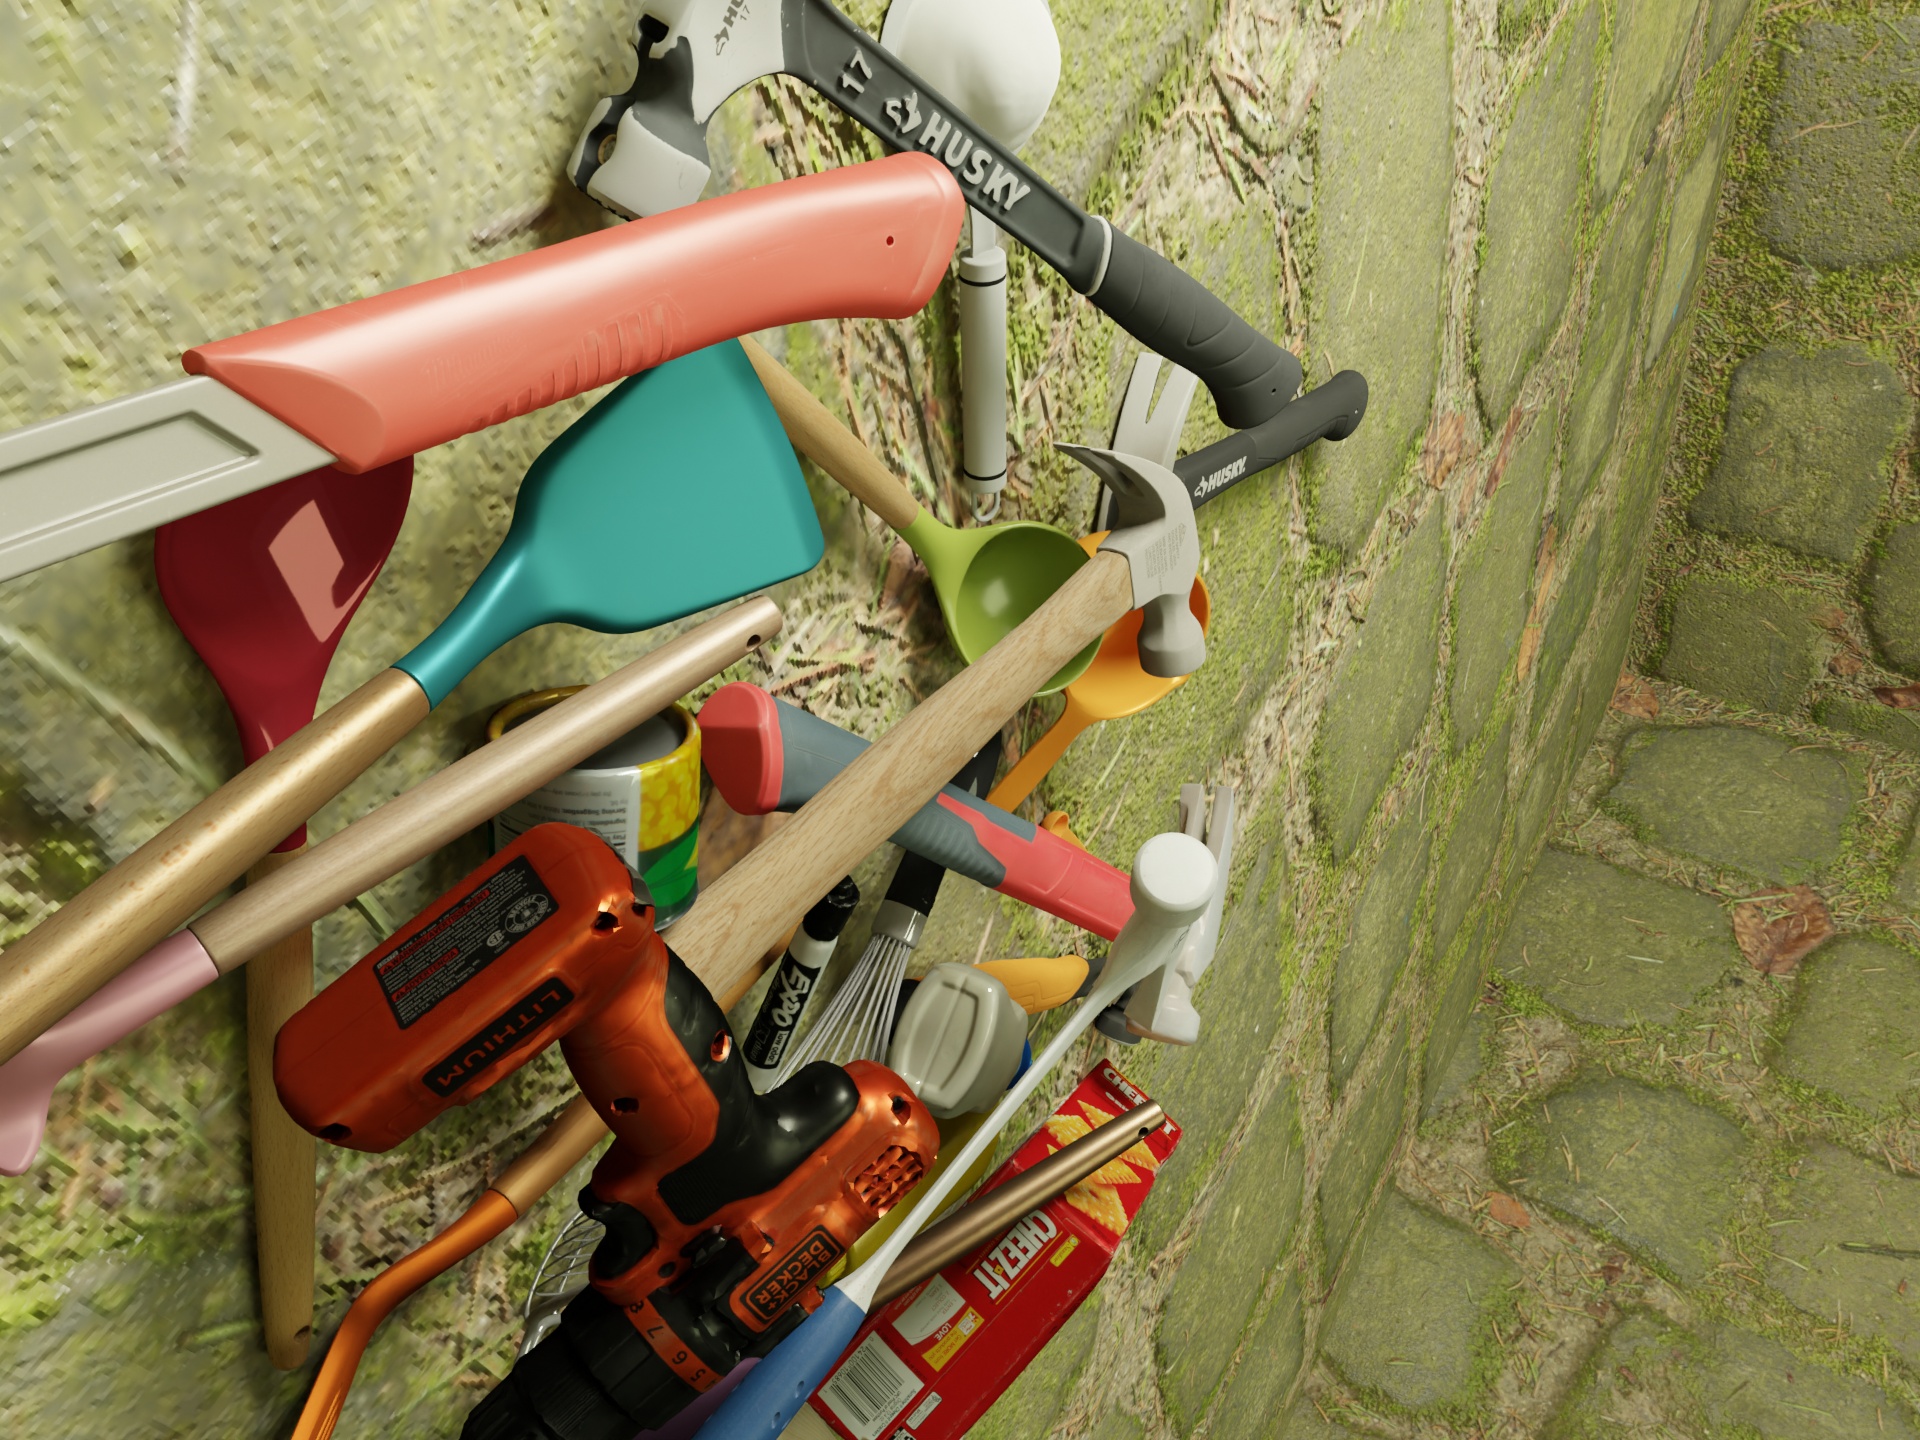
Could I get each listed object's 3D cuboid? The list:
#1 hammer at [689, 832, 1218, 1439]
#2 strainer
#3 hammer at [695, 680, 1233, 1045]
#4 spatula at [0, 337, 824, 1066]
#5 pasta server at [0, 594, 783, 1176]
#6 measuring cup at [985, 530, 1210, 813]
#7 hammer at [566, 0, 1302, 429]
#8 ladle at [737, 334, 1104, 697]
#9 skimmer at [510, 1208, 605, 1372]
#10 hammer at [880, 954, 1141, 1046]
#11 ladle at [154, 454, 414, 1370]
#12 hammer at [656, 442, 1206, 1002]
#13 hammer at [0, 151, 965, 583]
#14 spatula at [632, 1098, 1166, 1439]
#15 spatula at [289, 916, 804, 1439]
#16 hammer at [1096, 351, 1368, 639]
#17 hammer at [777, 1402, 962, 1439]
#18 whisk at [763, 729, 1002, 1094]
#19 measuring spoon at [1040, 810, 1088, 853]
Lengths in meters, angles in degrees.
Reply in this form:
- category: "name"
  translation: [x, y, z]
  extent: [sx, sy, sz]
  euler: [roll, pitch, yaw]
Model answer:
- category: "hammer"
  translation: [-0.035, 0.217, 0.617]
  extent: [0.405, 0.035, 0.144]
  euler: [-47, 161, -21]
- category: "strainer"
  translation: [0.011, -0.186, 0.623]
  extent: [0.087, 0.050, 0.258]
  euler: [-31, 139, -29]
- category: "hammer"
  translation: [0.025, 0.046, 0.725]
  extent: [0.385, 0.038, 0.143]
  euler: [31, 67, -51]
- category: "spatula"
  translation: [-0.146, 0.006, 0.384]
  extent: [0.318, 0.044, 0.082]
  euler: [-50, 129, -41]
- category: "pasta server"
  translation: [-0.162, 0.048, 0.402]
  extent: [0.316, 0.040, 0.060]
  euler: [-35, 149, -32]
- category: "measuring cup"
  translation: [0.047, -0.018, 0.795]
  extent: [0.173, 0.052, 0.095]
  euler: [-50, 137, 10]
- category: "hammer"
  translation: [0.041, -0.185, 0.592]
  extent: [0.408, 0.036, 0.149]
  euler: [12, 113, -56]
- category: "ladle"
  translation: [-0.024, -0.087, 0.606]
  extent: [0.319, 0.062, 0.078]
  euler: [36, 76, -59]
- category: "skimmer"
  translation: [-0.165, 0.308, 0.561]
  extent: [0.363, 0.090, 0.127]
  euler: [-59, 168, -17]
- category: "hammer"
  translation: [0.055, 0.146, 0.921]
  extent: [0.336, 0.034, 0.127]
  euler: [6, 106, -62]
- category: "ladle"
  translation: [-0.184, 0.056, 0.434]
  extent: [0.069, 0.031, 0.315]
  euler: [-23, 129, -52]
- category: "hammer"
  translation: [-0.001, -0.002, 0.614]
  extent: [0.331, 0.031, 0.130]
  euler: [-42, 133, -38]
- category: "hammer"
  translation: [-0.126, -0.089, 0.361]
  extent: [0.359, 0.037, 0.149]
  euler: [-34, 120, -41]
- category: "spatula"
  translation: [-0.044, 0.248, 0.677]
  extent: [0.316, 0.018, 0.059]
  euler: [-28, 121, -16]
- category: "spatula"
  translation: [-0.140, 0.162, 0.570]
  extent: [0.323, 0.041, 0.081]
  euler: [-44, 167, -44]
- category: "hammer"
  translation: [0.172, -0.165, 0.938]
  extent: [0.335, 0.035, 0.146]
  euler: [-33, 136, -50]
- category: "hammer"
  translation: [-0.079, 0.368, 0.824]
  extent: [0.146, 0.038, 0.410]
  euler: [-56, 150, -29]
- category: "whisk"
  translation: [-0.040, 0.123, 0.720]
  extent: [0.285, 0.070, 0.070]
  euler: [-67, 153, -16]
- category: "measuring spoon"
  translation: [0.063, 0.079, 0.927]
  extent: [0.021, 0.011, 0.116]
  euler: [-53, 153, -13]
